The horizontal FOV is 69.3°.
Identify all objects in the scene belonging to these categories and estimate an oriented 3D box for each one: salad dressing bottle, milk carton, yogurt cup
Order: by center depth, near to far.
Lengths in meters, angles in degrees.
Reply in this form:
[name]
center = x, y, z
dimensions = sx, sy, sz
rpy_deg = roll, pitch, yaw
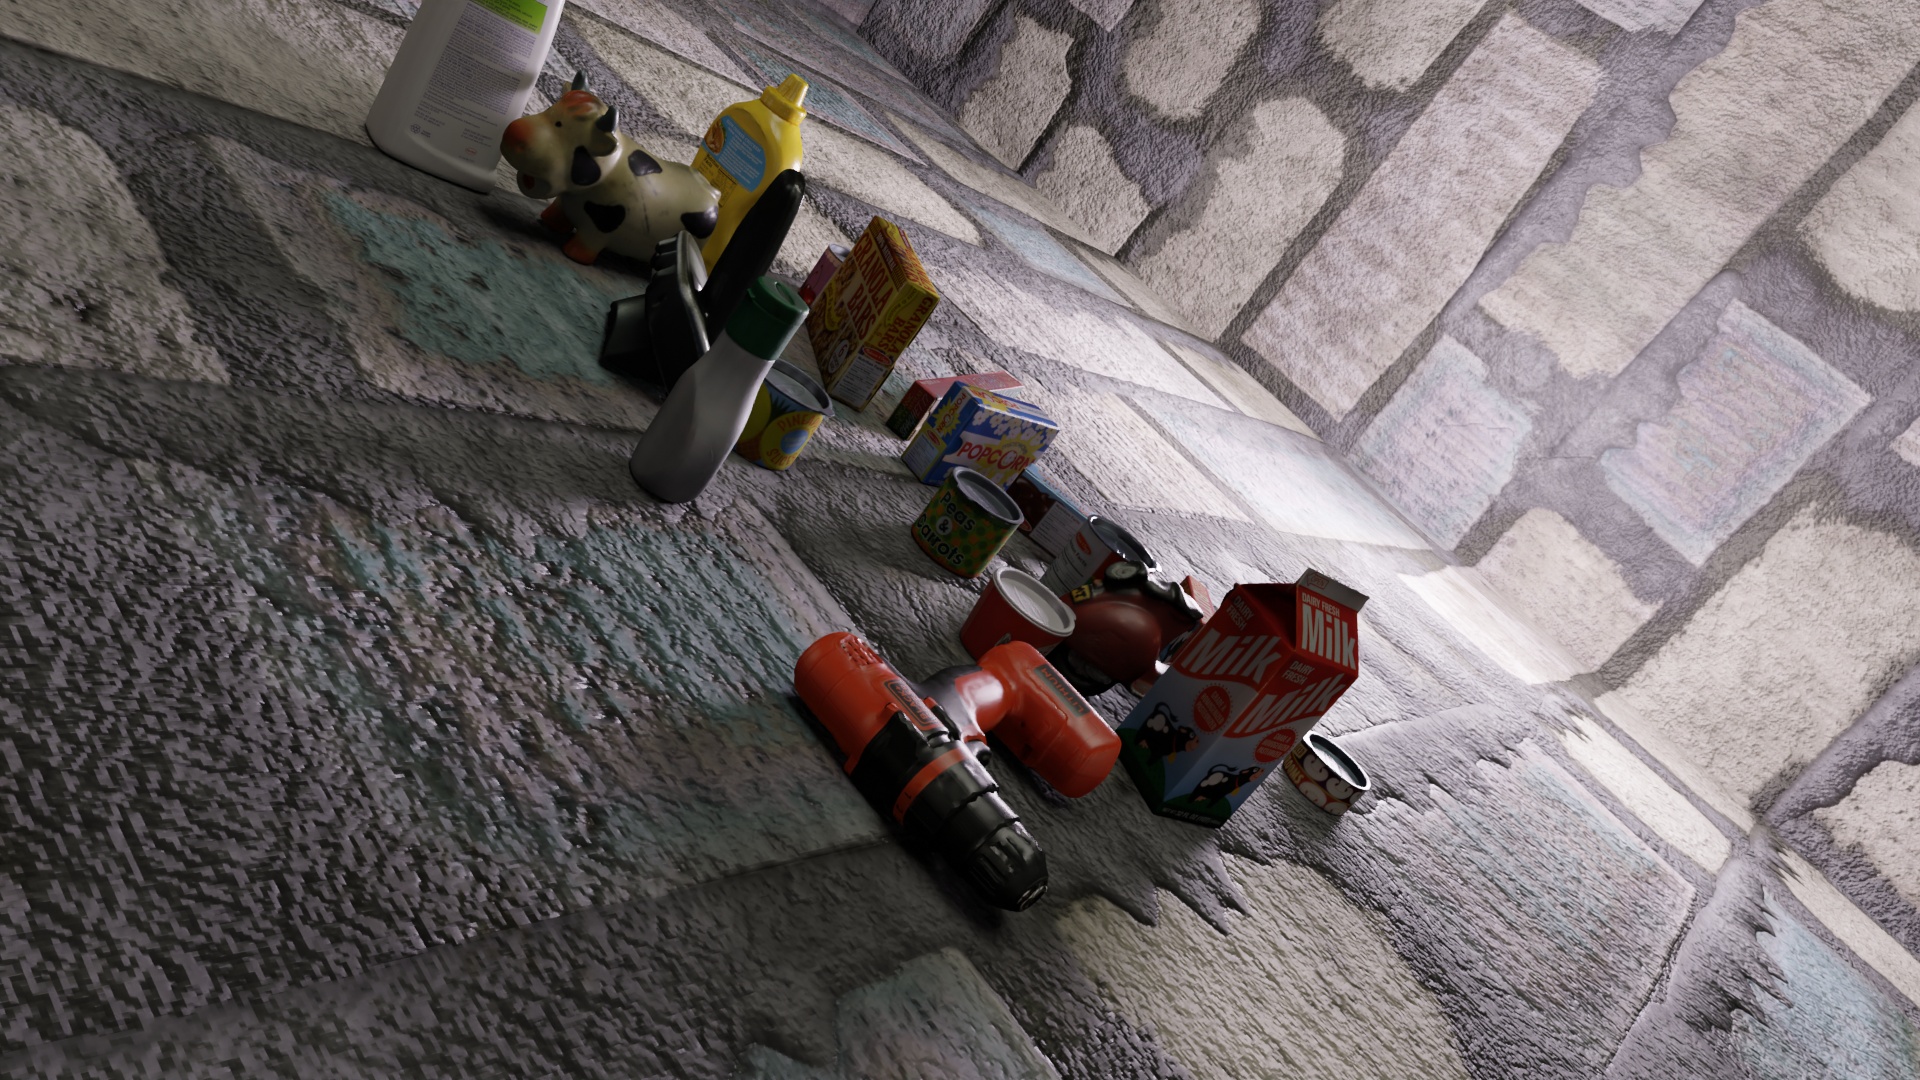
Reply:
[salad dressing bottle]
center = -0.146, -0.091, 0.847
dimensions = 0.044, 0.147, 0.064
rpy_deg = 22, 24, -37
[milk carton]
center = 0.193, 0.099, 0.934
dimensions = 0.072, 0.190, 0.074
rpy_deg = 22, 24, -37
[yogurt cup]
center = 0.036, 0.059, 0.958
dimensions = 0.072, 0.053, 0.073
rpy_deg = 32, 20, -13

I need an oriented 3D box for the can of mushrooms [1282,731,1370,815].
[can of mushrooms]
center = 0.298, 0.190, 1.140
dimensions = 0.071, 0.033, 0.071
rpy_deg = 32, 20, -13

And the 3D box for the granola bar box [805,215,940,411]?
[granola bar box]
center = -0.082, -0.206, 1.245
dimensions = 0.039, 0.124, 0.166
rpy_deg = 27, 22, -28

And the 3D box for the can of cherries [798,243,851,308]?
[can of cherries]
center = -0.119, -0.254, 1.386
dimensions = 0.071, 0.058, 0.072
rpy_deg = 33, 20, -13

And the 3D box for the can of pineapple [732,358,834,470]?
[can of pineapple]
center = -0.134, -0.091, 0.998
dimensions = 0.071, 0.057, 0.071
rpy_deg = 33, 20, -13

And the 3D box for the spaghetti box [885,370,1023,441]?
[spaghetti box]
center = 0.000, -0.131, 1.325
dimensions = 0.029, 0.050, 0.251
rpy_deg = 41, 20, 10

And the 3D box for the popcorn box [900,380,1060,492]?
[popcorn box]
center = 0.019, -0.084, 1.202
dimensions = 0.127, 0.085, 0.038
rpy_deg = 10, 33, -53

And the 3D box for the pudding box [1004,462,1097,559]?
[pudding box]
center = 0.077, -0.023, 1.216
dimensions = 0.084, 0.049, 0.030
rpy_deg = 38, 19, 2

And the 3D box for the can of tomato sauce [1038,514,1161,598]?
[can of tomato sauce]
center = 0.104, 0.033, 1.087
dimensions = 0.071, 0.083, 0.071
rpy_deg = 33, 20, -13

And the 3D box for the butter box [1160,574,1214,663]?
[butter box]
center = 0.194, 0.073, 1.194
dimensions = 0.024, 0.053, 0.104
rpy_deg = 34, 20, -10

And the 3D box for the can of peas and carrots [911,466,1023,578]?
[can of peas and carrots]
center = 0.004, -0.013, 1.057
dimensions = 0.071, 0.058, 0.071
rpy_deg = 33, 20, -13
